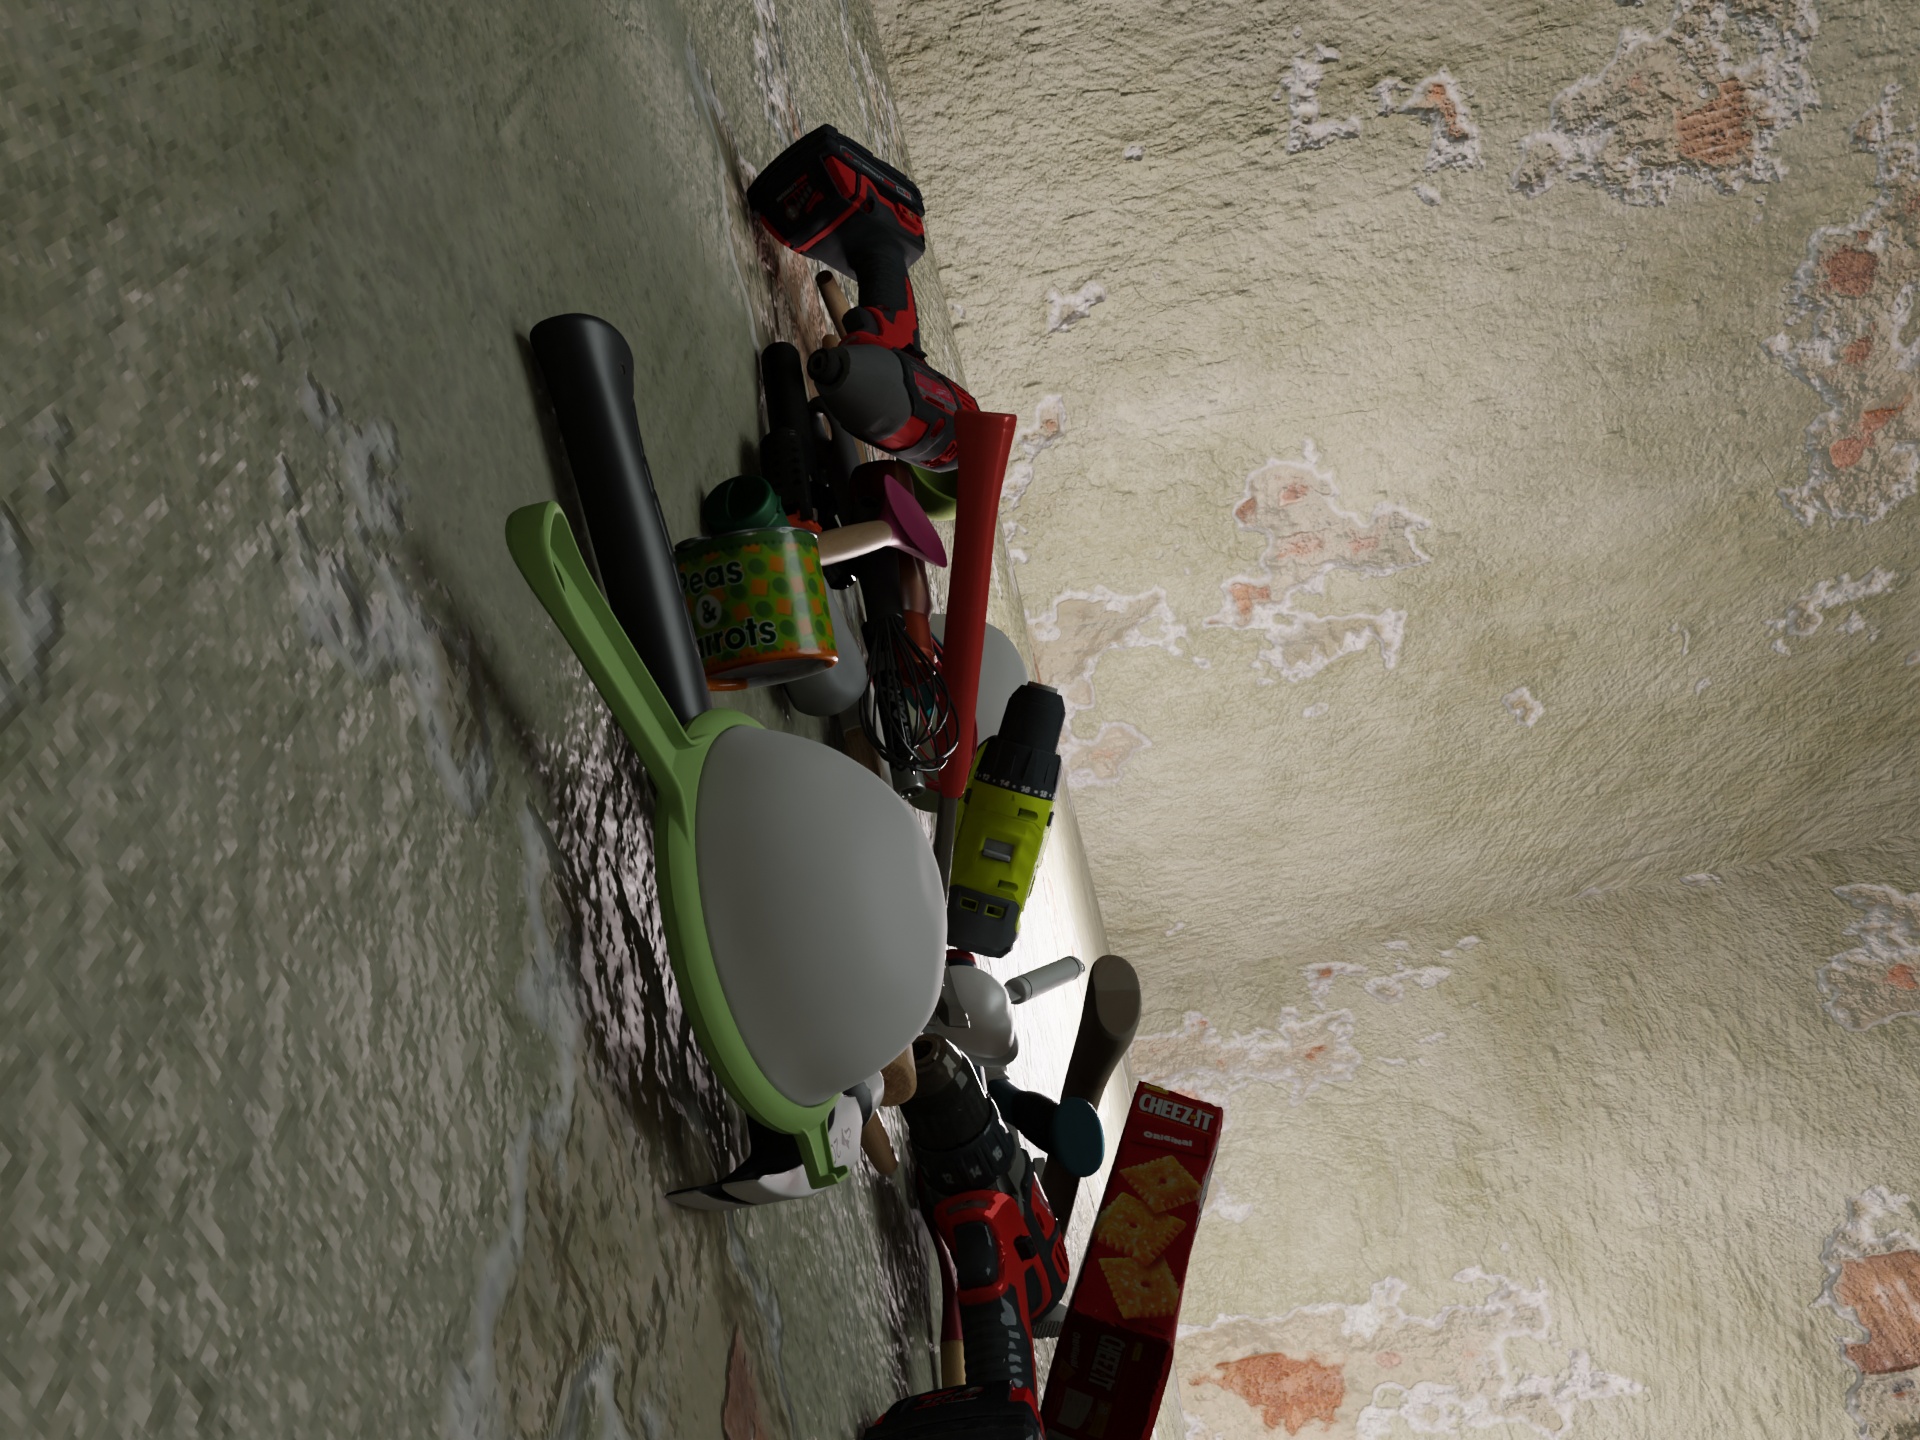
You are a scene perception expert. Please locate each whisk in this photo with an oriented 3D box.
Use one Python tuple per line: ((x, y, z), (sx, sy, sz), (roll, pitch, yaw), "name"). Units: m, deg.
((-0.040, -0.057, 0.938), (0.055, 0.055, 0.239), (71, 5, -46), "whisk")
((-0.055, -0.087, 1.128), (0.073, 0.073, 0.296), (-62, 134, -80), "whisk")

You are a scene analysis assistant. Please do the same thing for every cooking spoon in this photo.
((-0.052, -0.103, 0.888), (0.069, 0.017, 0.319), (58, 14, -3), "cooking spoon")

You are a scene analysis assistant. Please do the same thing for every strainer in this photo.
((0.026, 0.032, 1.426), (0.341, 0.095, 0.210), (-97, 172, -47), "strainer")
((-0.059, 0.026, 0.520), (0.152, 0.069, 0.256), (-90, 162, -47), "strainer")
((0.036, 0.185, 1.093), (0.087, 0.050, 0.258), (42, 18, 19), "strainer")

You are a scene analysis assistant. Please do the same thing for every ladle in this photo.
((-0.001, 0.370, 0.875), (0.069, 0.031, 0.316), (64, 16, -54), "ladle")
((-0.051, -0.258, 1.276), (0.078, 0.062, 0.319), (48, -6, 28), "ladle")

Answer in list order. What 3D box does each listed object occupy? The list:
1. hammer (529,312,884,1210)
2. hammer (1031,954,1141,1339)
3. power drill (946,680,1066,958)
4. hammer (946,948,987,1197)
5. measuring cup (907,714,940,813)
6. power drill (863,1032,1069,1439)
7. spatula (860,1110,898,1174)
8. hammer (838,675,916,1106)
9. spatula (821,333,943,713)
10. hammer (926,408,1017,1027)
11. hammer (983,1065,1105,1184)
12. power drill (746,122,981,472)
((-0.101, 0.016, 0.587), (0.146, 0.035, 0.335), (-29, 105, -76), "hammer")
((0.077, 0.287, 1.129), (0.410, 0.038, 0.146), (97, -11, -47), "hammer")
((0.035, 0.068, 1.189), (0.228, 0.080, 0.190), (21, 84, -88), "power drill")
((0.017, 0.313, 1.002), (0.143, 0.038, 0.387), (87, -5, -54), "hammer")
((-0.028, 0.072, 1.189), (0.083, 0.038, 0.168), (90, 10, -63), "measuring cup")
((0.006, 0.285, 0.784), (0.227, 0.080, 0.187), (-86, 158, -59), "power drill")
((-0.076, 0.116, 0.726), (0.060, 0.018, 0.315), (-90, 166, -49), "spatula")
((-0.050, 0.077, 0.882), (0.332, 0.031, 0.130), (-100, 173, -56), "hammer")
((-0.065, -0.162, 1.223), (0.082, 0.044, 0.318), (-45, -128, 56), "spatula")
((-0.002, -0.003, 0.953), (0.149, 0.036, 0.359), (-114, -151, -73), "hammer")
((0.045, 0.262, 1.067), (0.331, 0.033, 0.128), (134, -50, -79), "hammer")
((-0.065, -0.277, 1.059), (0.143, 0.078, 0.220), (15, 52, -51), "power drill")
